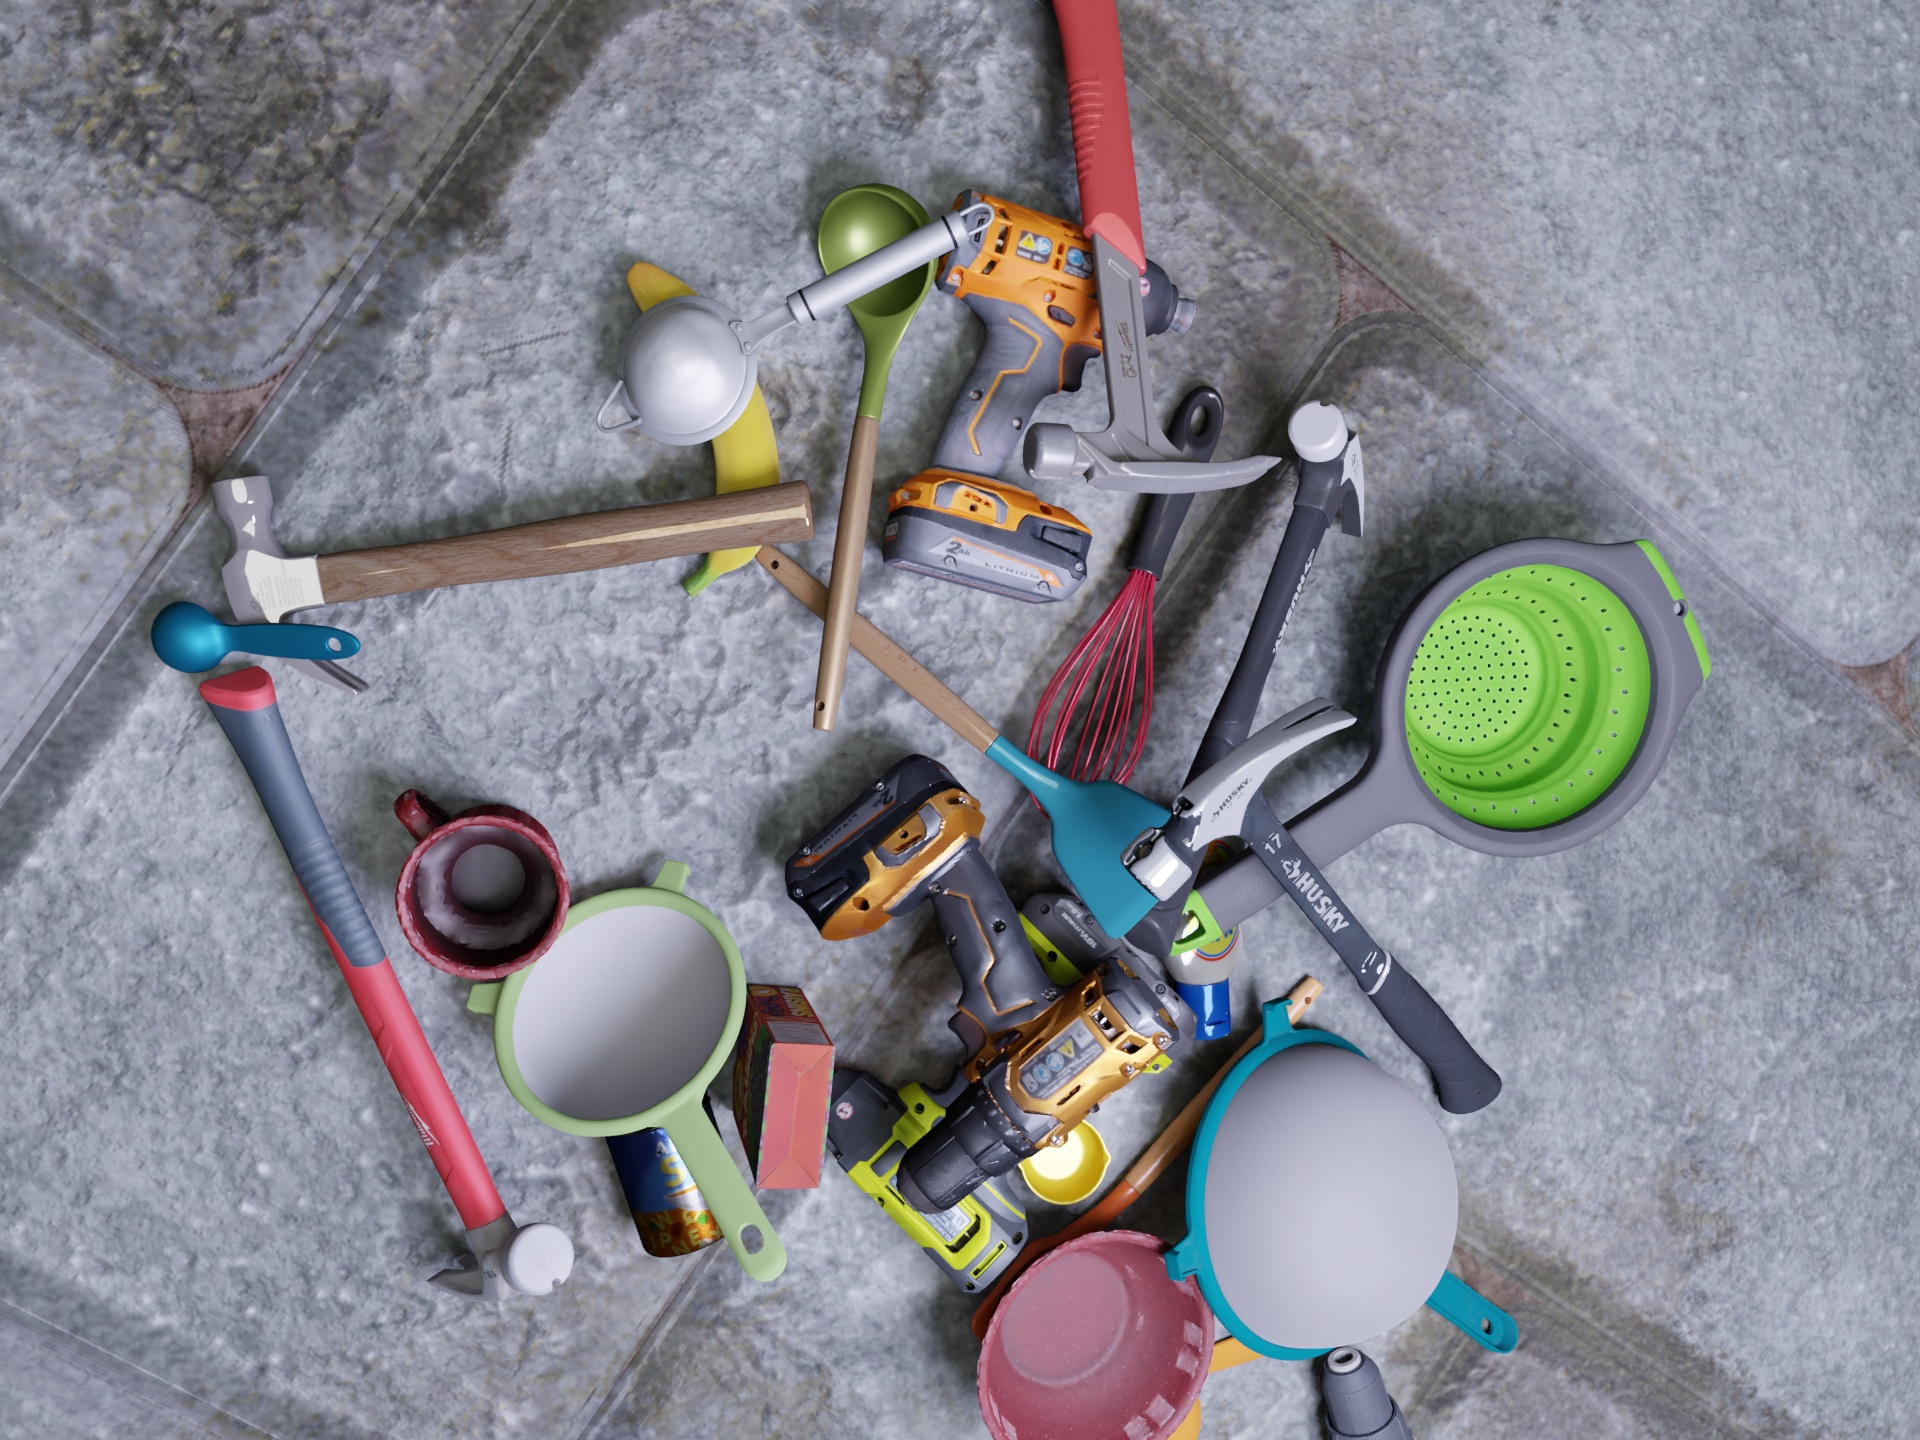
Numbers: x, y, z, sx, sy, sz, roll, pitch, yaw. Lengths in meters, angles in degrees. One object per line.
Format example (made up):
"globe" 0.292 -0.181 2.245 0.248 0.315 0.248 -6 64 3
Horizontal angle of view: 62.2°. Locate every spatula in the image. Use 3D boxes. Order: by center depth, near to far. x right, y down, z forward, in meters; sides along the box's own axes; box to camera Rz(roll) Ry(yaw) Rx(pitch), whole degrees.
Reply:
"spatula" -0.002 -0.003 0.947 0.317 0.044 0.082 39 100 4
"spatula" 0.134 0.295 1.054 0.322 0.041 0.081 -47 108 -5

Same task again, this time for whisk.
"whisk" 0.109 -0.074 1.003 0.073 0.073 0.296 21 84 -14

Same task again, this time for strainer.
"strainer" -0.098 -0.230 0.895 0.258 0.050 0.087 -26 83 3
"strainer" -0.163 0.215 0.913 0.151 0.069 0.257 -33 60 -10
"strainer" 0.294 0.343 1.040 0.340 0.095 0.211 39 64 -25

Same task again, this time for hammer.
"hammer" -0.249 -0.095 0.911 0.331 0.031 0.130 -8 100 -4
"hammer" -0.343 0.153 0.915 0.038 0.143 0.386 -26 91 -42
"hammer" 0.095 -0.308 0.929 0.149 0.036 0.359 -1 79 -18
"hammer" 0.173 -0.016 0.967 0.035 0.146 0.335 20 85 23
"hammer" 0.252 0.142 0.986 0.149 0.036 0.408 -45 128 -1

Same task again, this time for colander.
"colander" 0.284 0.024 1.034 0.397 0.094 0.204 -32 104 -3

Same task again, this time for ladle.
"ladle" -0.065 -0.154 0.932 0.078 0.062 0.320 7 87 29

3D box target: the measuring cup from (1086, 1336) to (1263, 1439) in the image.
"measuring cup" 0.156 0.450 1.069 0.173 0.052 0.095 -17 99 -8

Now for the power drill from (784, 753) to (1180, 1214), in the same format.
"power drill" -0.009 0.157 0.935 0.185 0.084 0.226 -42 72 5

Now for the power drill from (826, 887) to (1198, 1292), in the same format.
"power drill" 0.023 0.217 0.994 0.171 0.080 0.223 44 88 7

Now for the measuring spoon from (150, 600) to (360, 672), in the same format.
"measuring spoon" -0.394 -0.042 0.880 0.128 0.021 0.042 3 113 13

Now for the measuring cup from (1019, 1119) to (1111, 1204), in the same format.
"measuring cup" 0.064 0.236 1.045 0.062 0.029 0.156 0 84 -8

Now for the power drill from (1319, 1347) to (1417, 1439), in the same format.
"power drill" 0.219 0.552 1.084 0.228 0.080 0.190 -22 100 -12

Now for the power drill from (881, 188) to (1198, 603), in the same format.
"power drill" 0.049 -0.189 0.964 0.164 0.084 0.226 13 89 -14
